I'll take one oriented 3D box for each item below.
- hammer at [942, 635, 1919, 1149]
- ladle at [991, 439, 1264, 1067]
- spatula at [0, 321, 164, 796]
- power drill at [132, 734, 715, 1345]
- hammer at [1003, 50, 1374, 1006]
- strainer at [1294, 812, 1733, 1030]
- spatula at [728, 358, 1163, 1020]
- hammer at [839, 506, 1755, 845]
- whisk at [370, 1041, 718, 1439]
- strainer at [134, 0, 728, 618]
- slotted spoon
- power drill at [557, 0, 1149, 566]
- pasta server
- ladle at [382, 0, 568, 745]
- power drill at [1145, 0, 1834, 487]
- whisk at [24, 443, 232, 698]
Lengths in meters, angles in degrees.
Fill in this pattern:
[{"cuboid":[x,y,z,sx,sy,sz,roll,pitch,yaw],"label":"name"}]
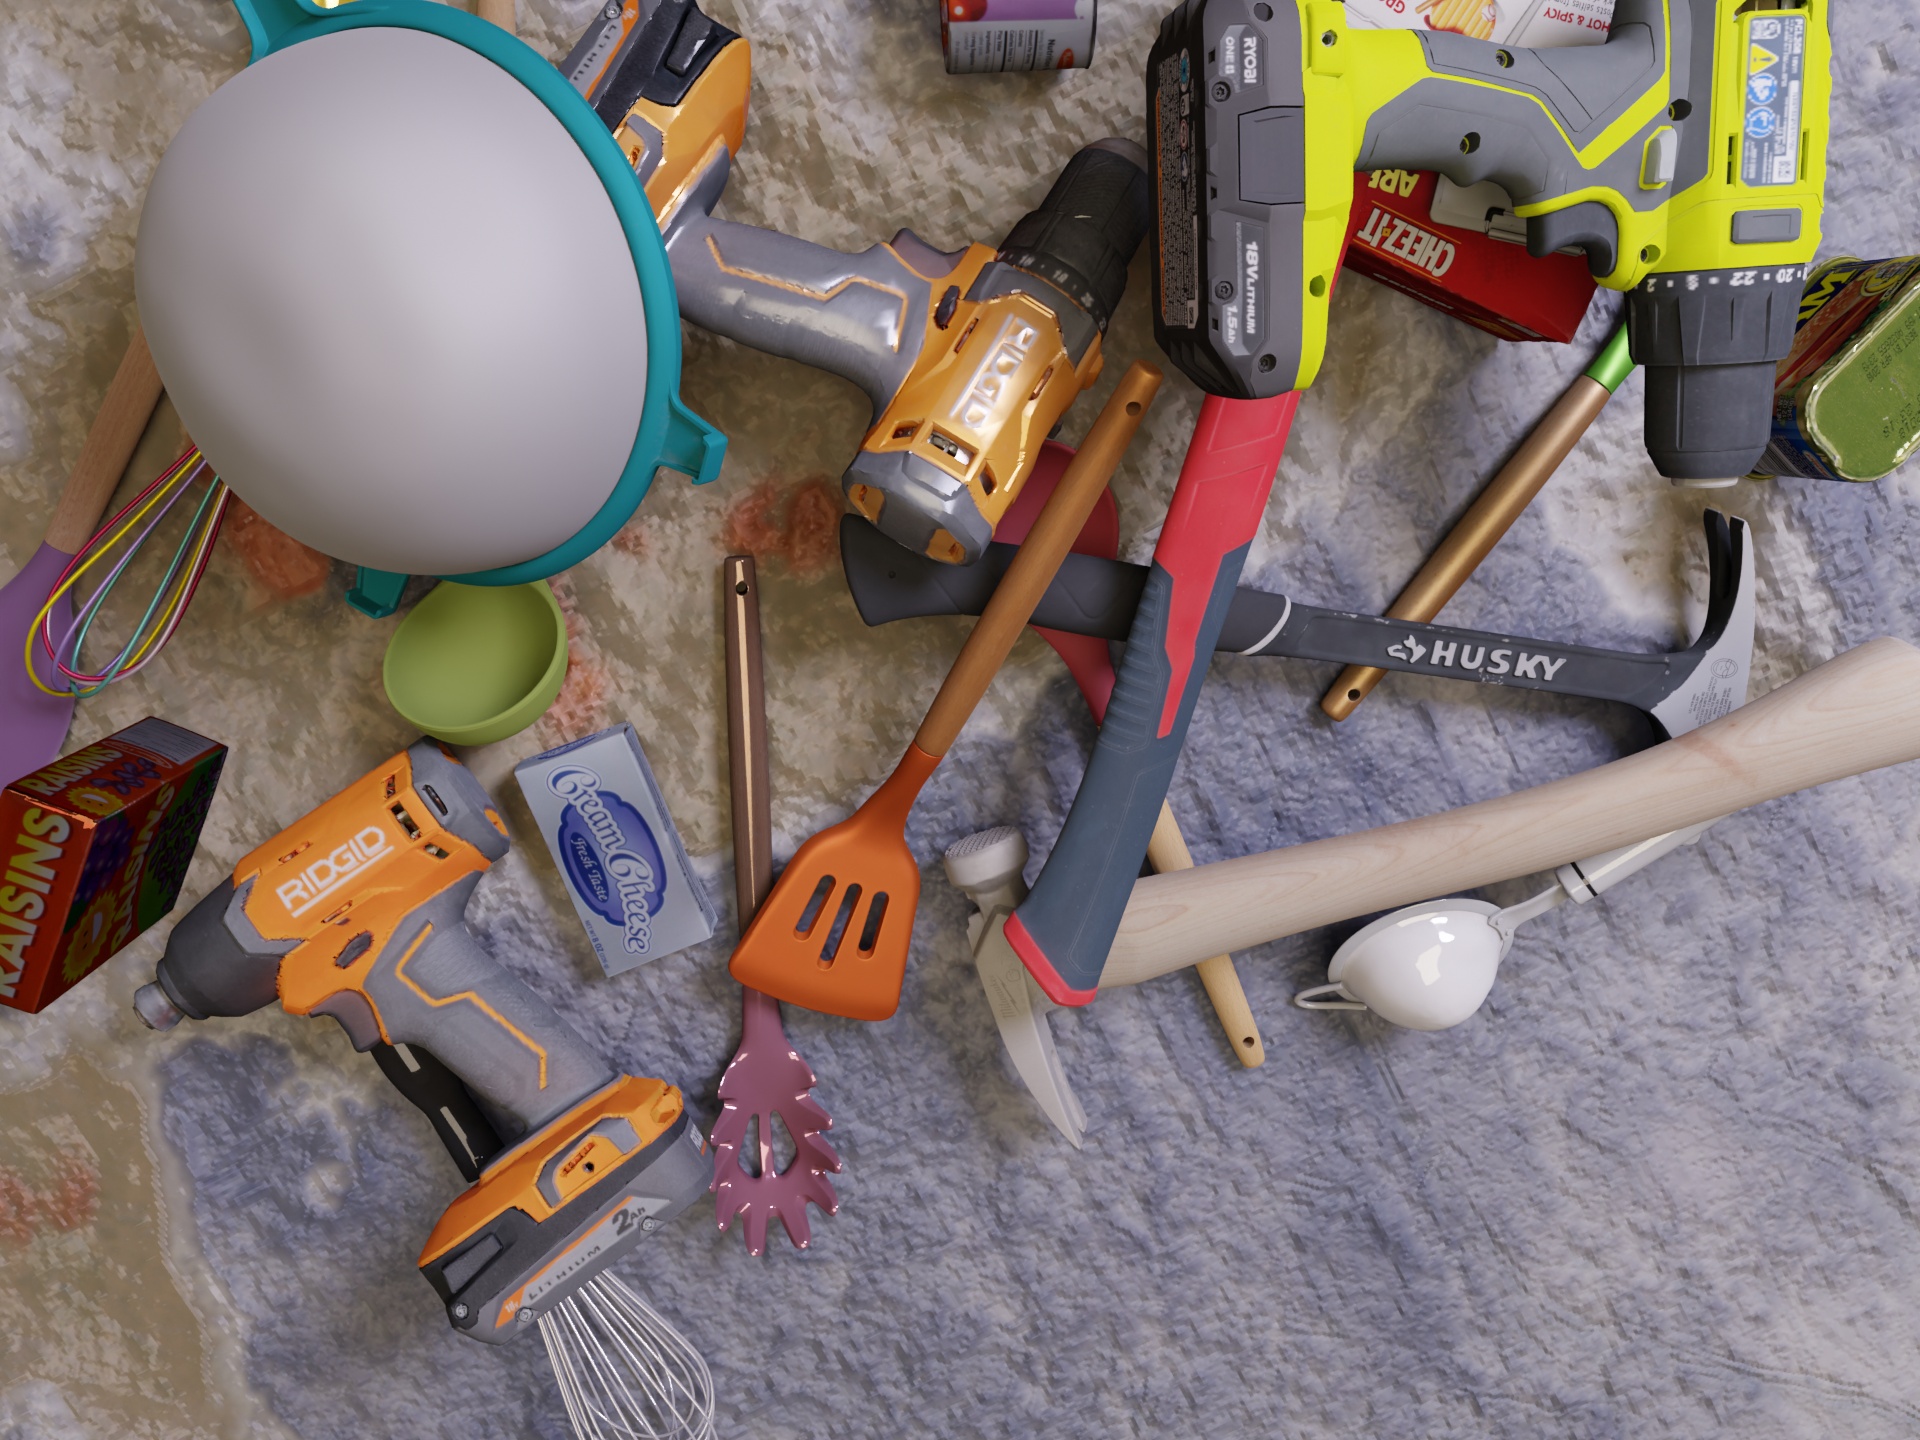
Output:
[{"cuboid":[0.204,0.064,0.667,0.410,0.038,0.146,-18,97,14],"label":"hammer"},{"cuboid":[0.079,0.022,0.716,0.069,0.031,0.315,-23,104,0],"label":"ladle"},{"cuboid":[-0.366,-0.094,0.671,0.059,0.018,0.316,28,100,-12],"label":"spatula"},{"cuboid":[-0.226,0.142,0.671,0.164,0.084,0.226,-35,89,-9],"label":"power drill"},{"cuboid":[0.110,-0.064,0.626,0.143,0.038,0.386,15,102,-7],"label":"hammer"},{"cuboid":[0.264,0.076,0.701,0.258,0.050,0.086,-36,132,16],"label":"strainer"},{"cuboid":[-0.001,-0.002,0.645,0.081,0.041,0.322,20,123,-17],"label":"spatula"},{"cuboid":[0.150,-0.042,0.677,0.409,0.036,0.149,8,107,-9],"label":"hammer"},{"cuboid":[-0.195,0.239,0.734,0.070,0.070,0.284,-30,97,3],"label":"whisk"},{"cuboid":[-0.235,-0.193,0.538,0.211,0.095,0.340,-16,106,29],"label":"strainer"},{"cuboid":[0.262,-0.124,0.695,0.070,0.031,0.313,36,99,-13],"label":"slotted spoon"},{"cuboid":[-0.044,-0.191,0.618,0.226,0.084,0.185,31,78,-2],"label":"power drill"},{"cuboid":[-0.091,0.085,0.714,0.060,0.040,0.316,-4,101,-15],"label":"pasta server"},{"cuboid":[-0.196,-0.149,0.650,0.078,0.062,0.320,5,99,11],"label":"ladle"},{"cuboid":[0.186,-0.171,0.548,0.228,0.080,0.190,-5,104,-6],"label":"power drill"},{"cuboid":[-0.307,-0.110,0.654,0.047,0.051,0.245,32,94,-37],"label":"whisk"}]
